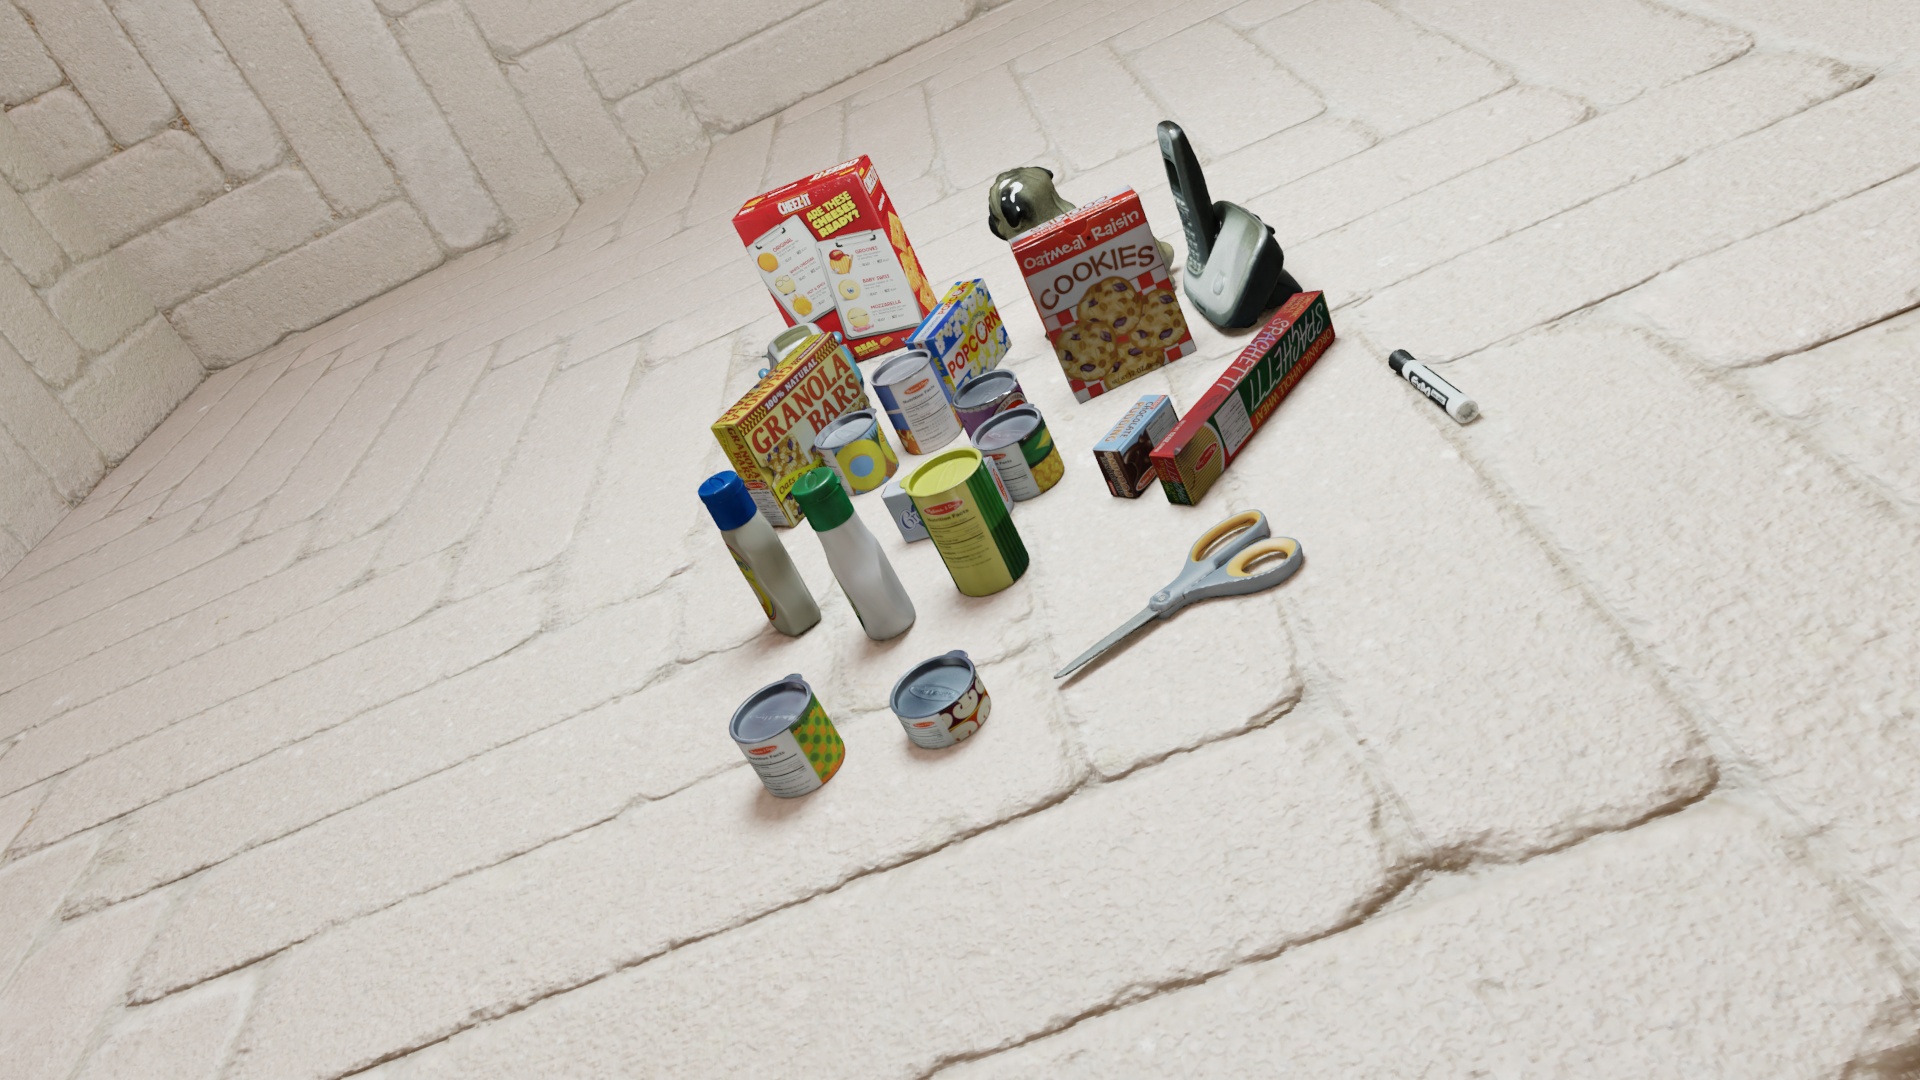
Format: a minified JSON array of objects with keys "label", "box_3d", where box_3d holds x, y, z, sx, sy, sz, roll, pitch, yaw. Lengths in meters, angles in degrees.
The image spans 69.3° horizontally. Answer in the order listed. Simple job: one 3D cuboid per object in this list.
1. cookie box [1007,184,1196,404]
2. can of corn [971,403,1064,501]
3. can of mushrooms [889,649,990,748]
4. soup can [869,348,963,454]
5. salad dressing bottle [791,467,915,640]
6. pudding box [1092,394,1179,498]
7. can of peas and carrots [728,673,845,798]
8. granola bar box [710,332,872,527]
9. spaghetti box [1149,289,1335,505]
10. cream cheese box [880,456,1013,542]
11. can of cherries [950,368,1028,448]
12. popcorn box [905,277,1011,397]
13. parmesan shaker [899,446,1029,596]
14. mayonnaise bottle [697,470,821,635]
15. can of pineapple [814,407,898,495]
[{"label":"cookie box","box_3d":[0.132,-0.227,1.287,0.123,0.166,0.040,-24,28,4]},{"label":"can of corn","box_3d":[0.052,-0.077,1.221,0.071,0.058,0.071,-20,29,12]},{"label":"can of mushrooms","box_3d":[-0.013,0.113,0.989,0.071,0.033,0.071,-20,29,12]},{"label":"soup can","box_3d":[-0.043,-0.138,1.372,0.071,0.083,0.072,-20,29,12]},{"label":"salad dressing bottle","box_3d":[-0.085,0.011,1.096,0.044,0.147,0.064,-23,29,7]},{"label":"pudding box","box_3d":[0.150,-0.079,1.154,0.030,0.049,0.084,5,42,45]},{"label":"can of peas and carrots","box_3d":[-0.124,0.141,1.006,0.071,0.058,0.071,-20,29,12]},{"label":"granola bar box","box_3d":[-0.158,-0.111,1.379,0.039,0.123,0.166,0,38,40]},{"label":"spaghetti box","box_3d":[0.239,-0.123,1.152,0.028,0.050,0.251,6,42,45]},{"label":"cream cheese box","box_3d":[-0.011,-0.035,1.208,0.103,0.053,0.024,-14,31,22]},{"label":"can of cherries","box_3d":[0.034,-0.119,1.304,0.071,0.058,0.072,-20,29,12]},{"label":"popcorn box","box_3d":[-0.001,-0.205,1.446,0.038,0.085,0.127,-5,35,35]},{"label":"parmesan shaker","box_3d":[0.004,-0.014,1.110,0.071,0.102,0.071,-20,29,12]},{"label":"mayonnaise bottle","box_3d":[-0.170,0.010,1.167,0.041,0.147,0.065,-37,30,-18]},{"label":"can of pineapple","box_3d":[-0.100,-0.087,1.361,0.071,0.057,0.071,-20,29,12]}]
